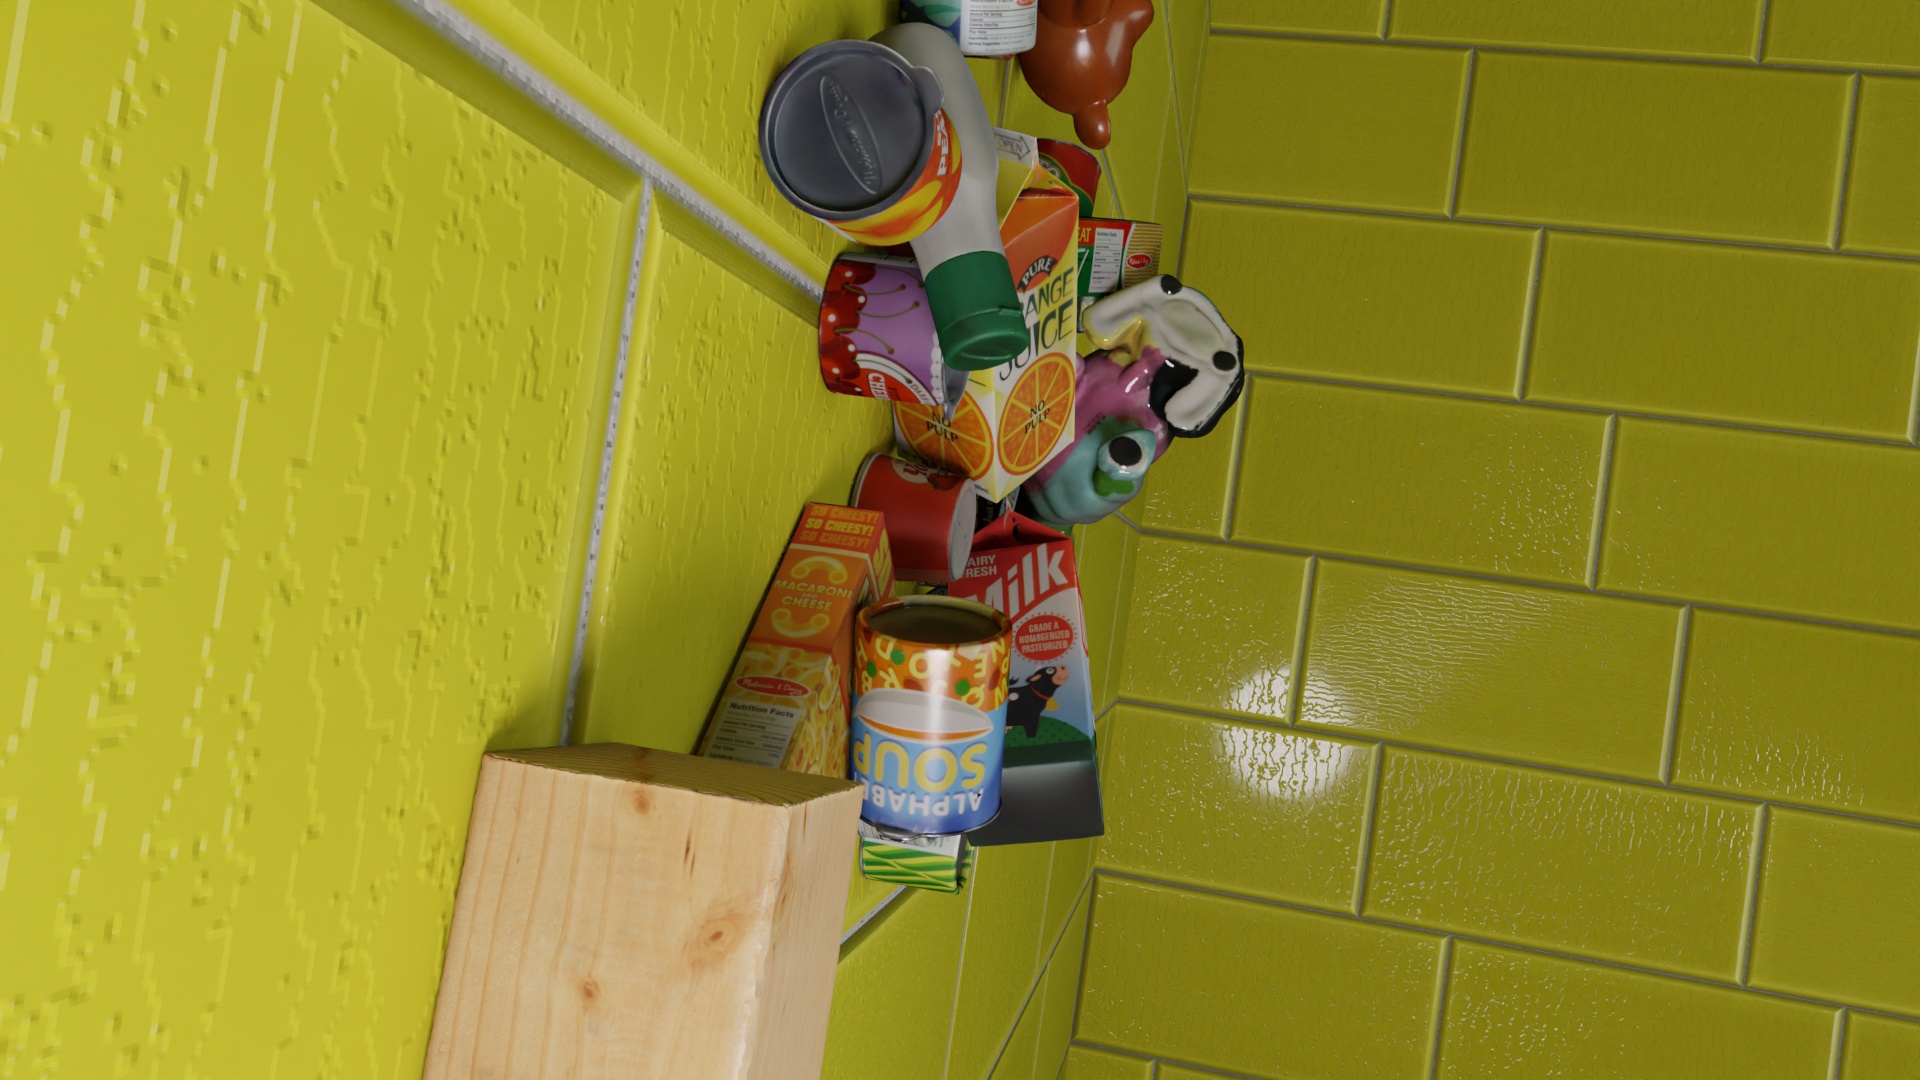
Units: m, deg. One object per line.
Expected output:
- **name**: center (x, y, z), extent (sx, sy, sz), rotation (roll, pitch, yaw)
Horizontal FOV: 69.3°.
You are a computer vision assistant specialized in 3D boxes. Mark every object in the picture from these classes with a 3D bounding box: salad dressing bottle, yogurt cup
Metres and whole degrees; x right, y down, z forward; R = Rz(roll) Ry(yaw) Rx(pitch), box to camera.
- **salad dressing bottle**: center (-0.007, -0.145, 0.586), extent (0.064, 0.044, 0.148), rotation (0, 68, -42)
- **yogurt cup**: center (-0.024, -0.009, 0.718), extent (0.072, 0.054, 0.072), rotation (7, 92, -78)

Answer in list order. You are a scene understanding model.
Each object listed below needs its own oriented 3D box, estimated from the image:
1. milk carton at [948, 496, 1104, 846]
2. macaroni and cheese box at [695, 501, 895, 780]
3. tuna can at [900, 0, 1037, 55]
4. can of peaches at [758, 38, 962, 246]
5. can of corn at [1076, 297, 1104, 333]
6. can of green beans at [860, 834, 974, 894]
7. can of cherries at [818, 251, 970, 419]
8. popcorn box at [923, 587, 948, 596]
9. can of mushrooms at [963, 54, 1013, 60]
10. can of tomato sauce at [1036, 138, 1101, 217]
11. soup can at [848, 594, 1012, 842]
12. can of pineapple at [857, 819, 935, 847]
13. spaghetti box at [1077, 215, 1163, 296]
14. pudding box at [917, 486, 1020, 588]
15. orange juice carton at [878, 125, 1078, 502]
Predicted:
- **milk carton**: center (0.034, 0.065, 0.763), extent (0.191, 0.073, 0.072), rotation (-91, 171, -45)
- **macaroni and cheese box**: center (-0.066, 0.085, 0.606), extent (0.123, 0.040, 0.167), rotation (87, 16, -46)
- **tuna can**: center (0.002, -0.254, 0.662), extent (0.071, 0.071, 0.032), rotation (-63, 159, -59)
- **can of peaches**: center (-0.034, -0.150, 0.530), extent (0.058, 0.071, 0.071), rotation (-7, 105, -79)
- **can of corn**: center (0.081, -0.192, 1.072), extent (0.071, 0.071, 0.058), rotation (-43, 139, -73)
- **can of green beans**: center (-0.023, 0.175, 0.835), extent (0.071, 0.058, 0.071), rotation (6, 92, -79)
- **can of cherries**: center (-0.028, -0.093, 0.631), extent (0.071, 0.058, 0.071), rotation (6, 92, -80)
- **popcorn box**: center (0.016, 0.095, 0.853), extent (0.085, 0.038, 0.127), rotation (48, 24, -40)
- **can of mushrooms**: center (0.014, -0.296, 0.762), extent (0.071, 0.033, 0.071), rotation (5, 92, -79)
- **can of tomato sauce**: center (0.055, -0.219, 0.938), extent (0.071, 0.071, 0.083), rotation (61, 38, -71)
- **soup can**: center (-0.014, 0.073, 0.581), extent (0.071, 0.071, 0.083), rotation (-48, 143, -70)
- **can of pineapple**: center (-0.038, 0.121, 0.725), extent (0.071, 0.058, 0.071), rotation (6, 92, -79)
- **spaghetti box**: center (0.057, -0.176, 0.854), extent (0.251, 0.029, 0.050), rotation (-15, 114, -55)
- **pudding box**: center (0.003, -0.011, 0.860), extent (0.030, 0.049, 0.084), rotation (72, 28, -54)
- **orange juice carton**: center (0.010, -0.122, 0.706), extent (0.073, 0.072, 0.191), rotation (-39, 142, -35)
